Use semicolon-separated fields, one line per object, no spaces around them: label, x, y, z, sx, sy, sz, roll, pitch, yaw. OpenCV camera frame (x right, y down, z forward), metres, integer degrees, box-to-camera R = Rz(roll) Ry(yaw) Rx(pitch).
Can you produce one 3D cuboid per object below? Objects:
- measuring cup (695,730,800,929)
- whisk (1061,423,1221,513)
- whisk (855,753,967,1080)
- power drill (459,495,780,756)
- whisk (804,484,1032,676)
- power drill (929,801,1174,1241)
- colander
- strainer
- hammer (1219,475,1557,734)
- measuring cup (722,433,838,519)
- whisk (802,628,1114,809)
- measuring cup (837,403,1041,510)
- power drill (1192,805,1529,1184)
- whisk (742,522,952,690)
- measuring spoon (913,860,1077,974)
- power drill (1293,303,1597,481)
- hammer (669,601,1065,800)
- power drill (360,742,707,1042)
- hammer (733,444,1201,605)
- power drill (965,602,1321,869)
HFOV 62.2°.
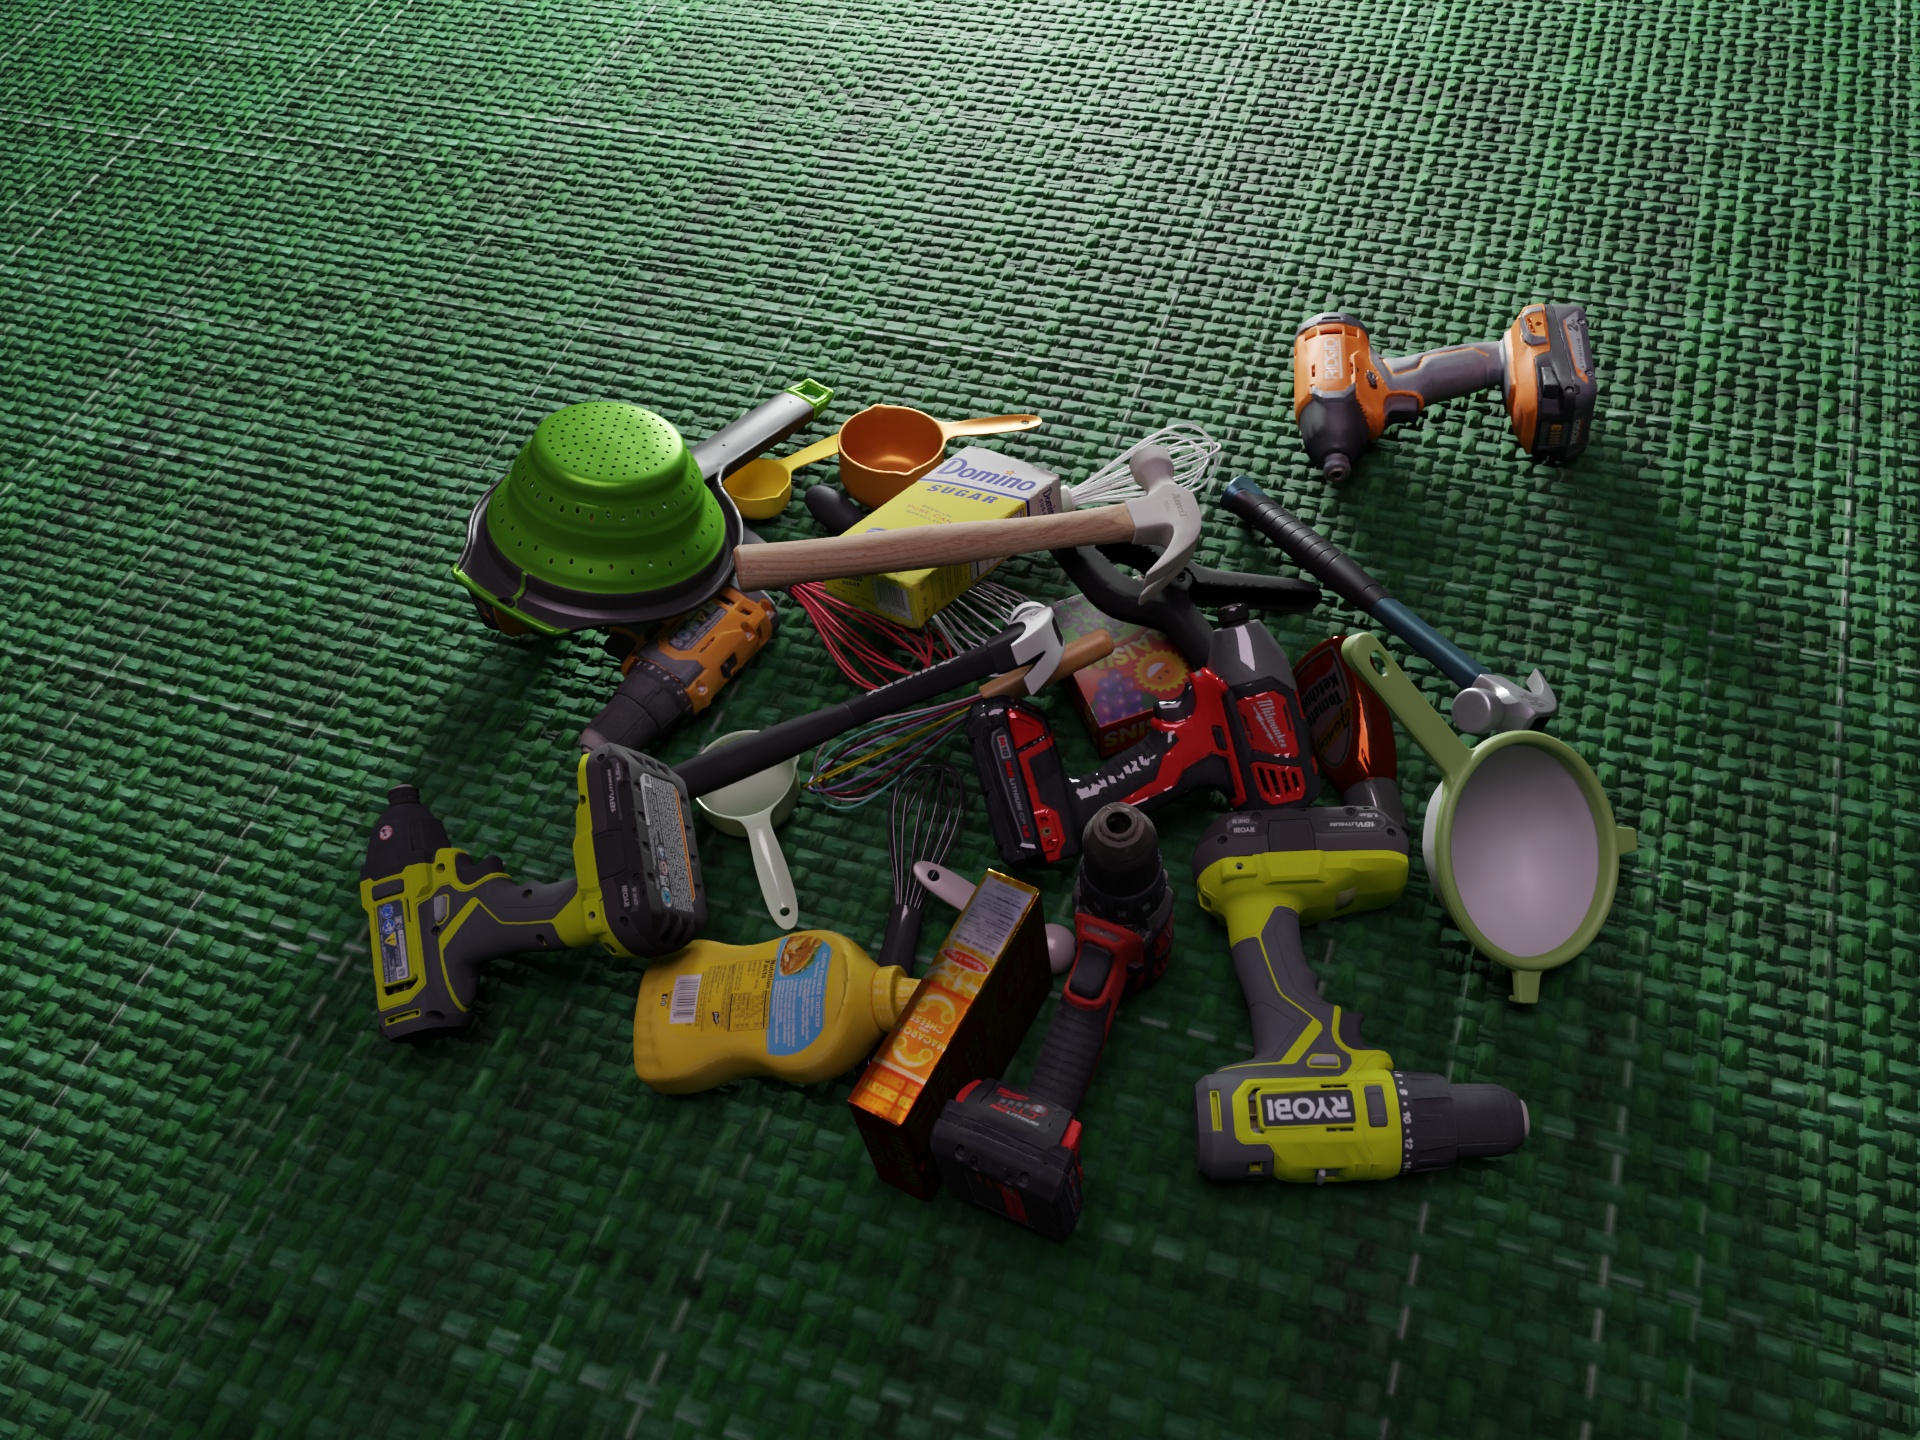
measuring cup;-0.138;0.083;1.114;0.083;0.038;0.168;-18;56;-6
whisk;0.095;-0.181;1.279;0.246;0.057;0.059;-20;20;-4
whisk;-0.038;0.128;1.063;0.055;0.055;0.239;6;59;11
power drill;-0.279;-0.070;1.219;0.226;0.084;0.185;29;62;19
whisk;-0.035;-0.117;1.236;0.070;0.070;0.285;-37;53;-19
power drill;0.066;0.170;0.935;0.080;0.187;0.227;19;62;18
colander;-0.218;-0.212;1.231;0.204;0.094;0.397;29;45;16
strainer;0.309;0.046;1.007;0.256;0.069;0.151;48;67;-13
hammer;0.299;-0.090;1.161;0.128;0.033;0.331;5;32;-41
measuring cup;-0.130;-0.211;1.342;0.156;0.029;0.062;-29;53;-28
whisk;-0.002;-0.003;1.134;0.245;0.047;0.051;-26;59;0
measuring cup;-0.017;-0.219;1.315;0.173;0.052;0.095;-11;49;-14
power drill;0.235;0.171;0.981;0.190;0.080;0.229;-3;56;5
whisk;-0.112;-0.095;1.232;0.073;0.073;0.296;-39;52;-21
measuring spoon;0.023;0.126;1.048;0.124;0.018;0.034;31;62;1
power drill;0.383;-0.258;1.277;0.226;0.084;0.164;0;55;12
hammer;-0.087;0.002;1.077;0.335;0.035;0.146;-22;12;4
power drill;-0.289;0.102;1.040;0.223;0.080;0.171;-17;72;16
hammer;0.009;-0.123;1.111;0.331;0.031;0.130;-8;52;-10
power drill;0.120;0.012;1.063;0.219;0.078;0.143;-14;95;4
